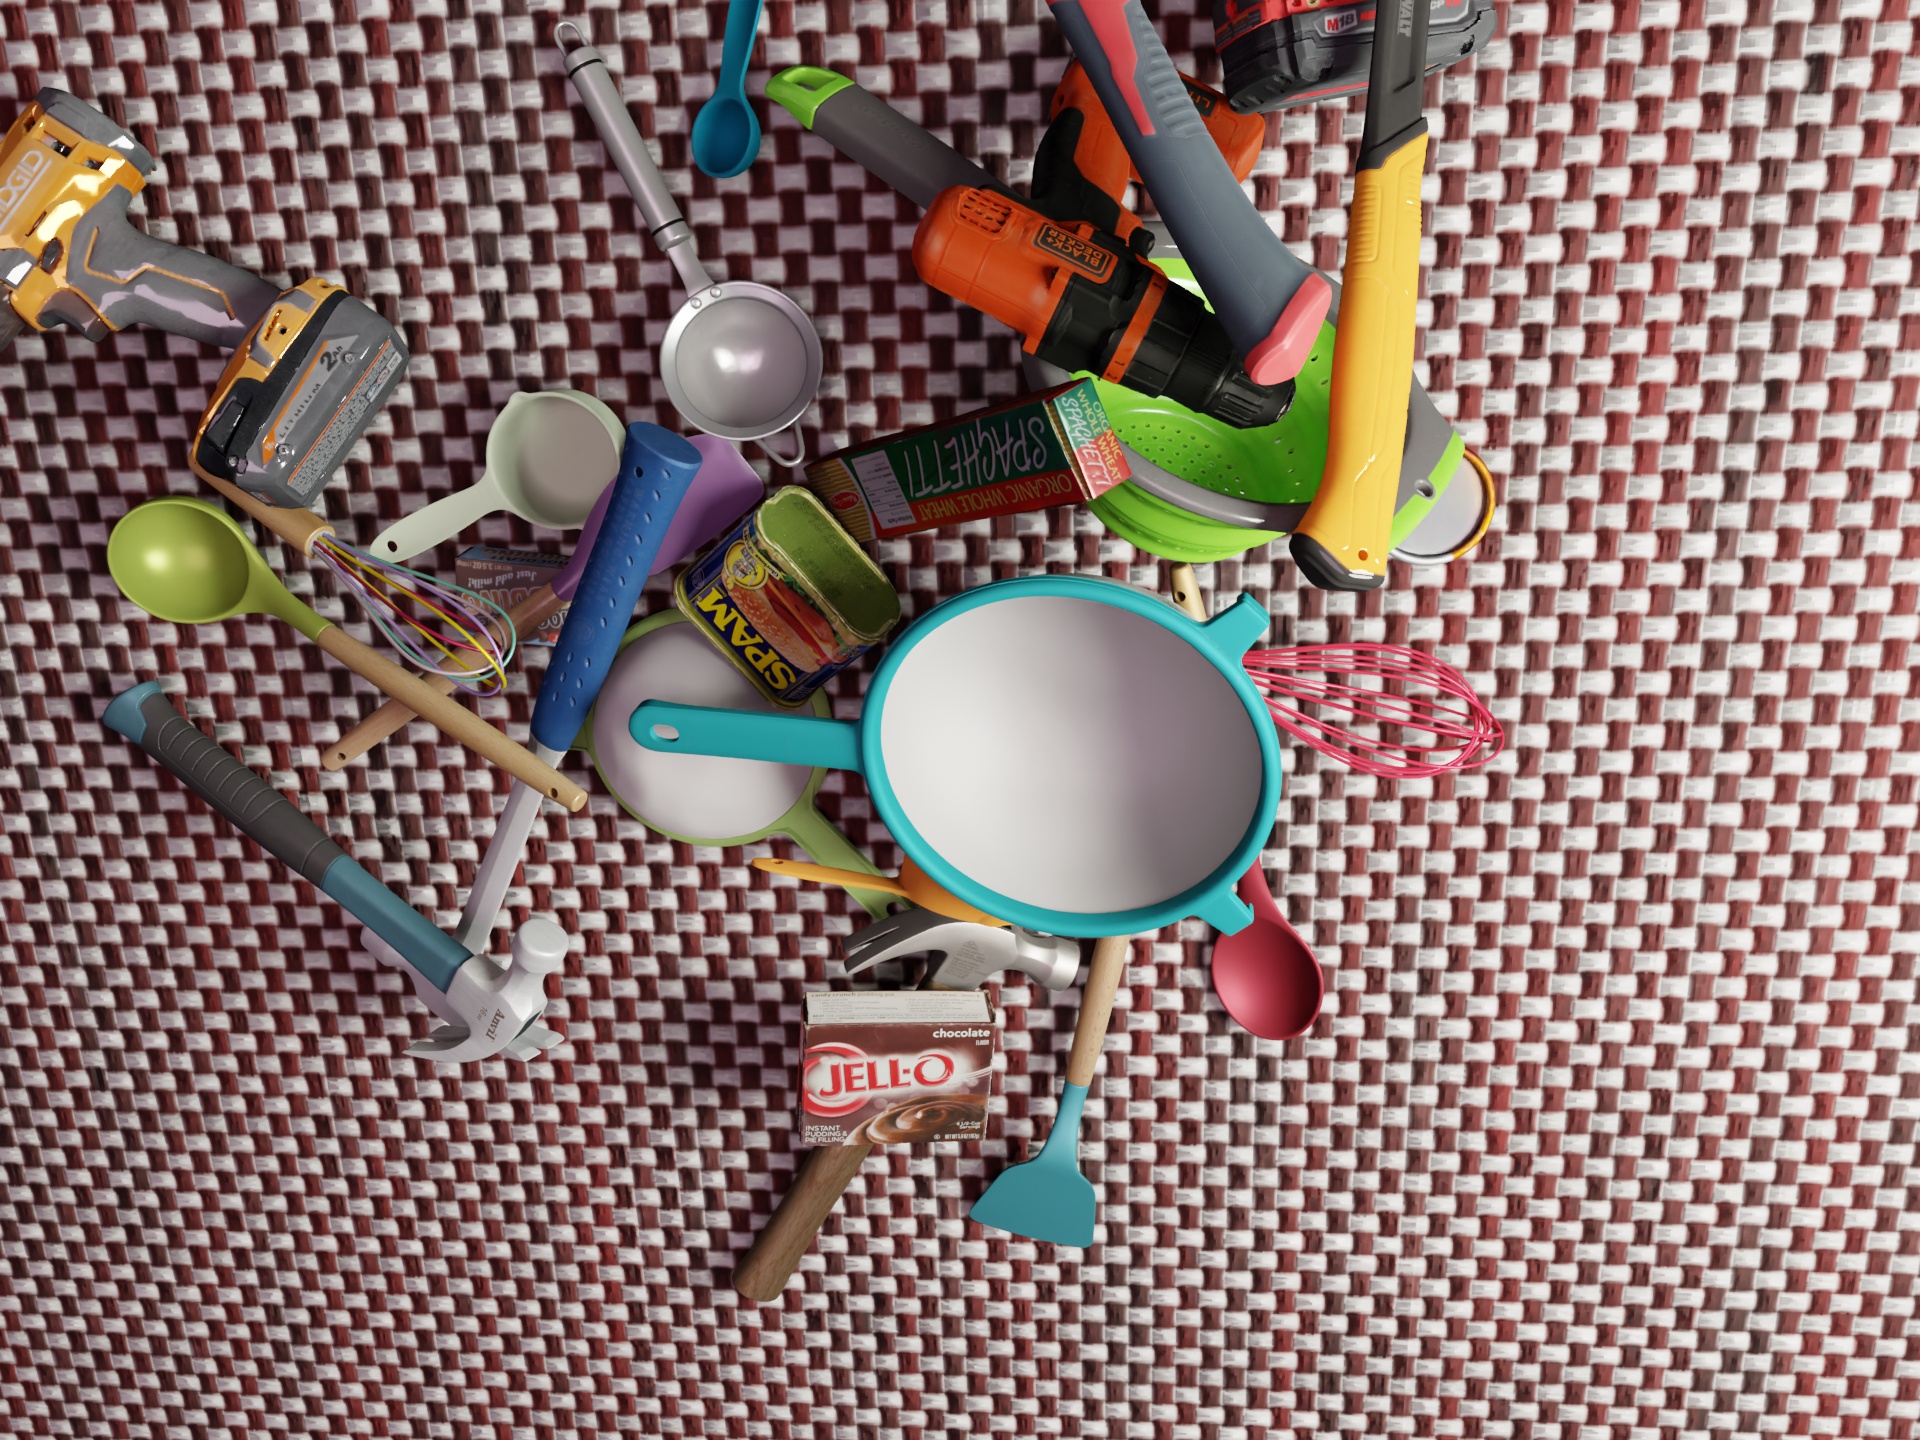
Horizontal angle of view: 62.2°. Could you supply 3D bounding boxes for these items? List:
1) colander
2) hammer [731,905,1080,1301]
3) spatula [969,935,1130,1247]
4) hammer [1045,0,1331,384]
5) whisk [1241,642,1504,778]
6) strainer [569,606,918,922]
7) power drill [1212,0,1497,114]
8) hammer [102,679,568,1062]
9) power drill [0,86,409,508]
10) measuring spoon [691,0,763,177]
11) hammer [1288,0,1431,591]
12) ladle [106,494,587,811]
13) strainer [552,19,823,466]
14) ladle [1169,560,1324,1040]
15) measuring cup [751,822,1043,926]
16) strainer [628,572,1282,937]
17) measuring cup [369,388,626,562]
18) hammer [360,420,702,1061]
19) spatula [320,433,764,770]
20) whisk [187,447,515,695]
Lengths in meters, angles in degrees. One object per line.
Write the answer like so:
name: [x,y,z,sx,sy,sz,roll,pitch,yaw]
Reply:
colander: [0.055,-0.196,0.811,0.397,0.204,0.094,37,144,10]
hammer: [-0.062,0.244,0.994,0.130,0.031,0.331,22,114,-20]
spatula: [0.076,0.193,0.978,0.082,0.044,0.317,13,105,2]
hammer: [0.047,-0.311,0.711,0.143,0.038,0.386,-27,75,12]
whisk: [0.152,-0.026,0.879,0.296,0.073,0.073,15,109,6]
strainer: [-0.116,0.051,0.925,0.151,0.069,0.256,-43,98,17]
power drill: [0.171,-0.407,0.730,0.143,0.078,0.219,-15,102,-13]
hammer: [-0.379,0.081,0.939,0.331,0.033,0.128,36,118,10]
power drill: [-0.439,-0.201,0.845,0.226,0.084,0.185,33,82,-4]
measuring spoon: [-0.109,-0.344,0.822,0.042,0.021,0.128,20,103,31]
hammer: [0.192,-0.223,0.692,0.127,0.034,0.337,6,91,-14]
ladle: [-0.343,-0.032,0.887,0.320,0.062,0.078,31,116,14]
strainer: [-0.148,-0.251,0.845,0.087,0.050,0.258,-28,98,-5]
ladle: [0.152,0.052,0.885,0.069,0.031,0.315,1,124,29]
measuring cup: [-0.029,0.071,0.900,0.173,0.095,0.052,9,104,-15]
strainer: [-0.001,-0.003,0.835,0.340,0.095,0.210,5,123,14]
measuring cup: [-0.261,-0.130,0.900,0.167,0.038,0.083,-23,105,16]
hammer: [-0.231,0.022,0.897,0.144,0.035,0.405,37,118,16]
spatula: [-0.246,-0.060,0.896,0.316,0.018,0.059,-34,114,15]
whisk: [-0.342,-0.091,0.887,0.245,0.047,0.051,34,93,15]
